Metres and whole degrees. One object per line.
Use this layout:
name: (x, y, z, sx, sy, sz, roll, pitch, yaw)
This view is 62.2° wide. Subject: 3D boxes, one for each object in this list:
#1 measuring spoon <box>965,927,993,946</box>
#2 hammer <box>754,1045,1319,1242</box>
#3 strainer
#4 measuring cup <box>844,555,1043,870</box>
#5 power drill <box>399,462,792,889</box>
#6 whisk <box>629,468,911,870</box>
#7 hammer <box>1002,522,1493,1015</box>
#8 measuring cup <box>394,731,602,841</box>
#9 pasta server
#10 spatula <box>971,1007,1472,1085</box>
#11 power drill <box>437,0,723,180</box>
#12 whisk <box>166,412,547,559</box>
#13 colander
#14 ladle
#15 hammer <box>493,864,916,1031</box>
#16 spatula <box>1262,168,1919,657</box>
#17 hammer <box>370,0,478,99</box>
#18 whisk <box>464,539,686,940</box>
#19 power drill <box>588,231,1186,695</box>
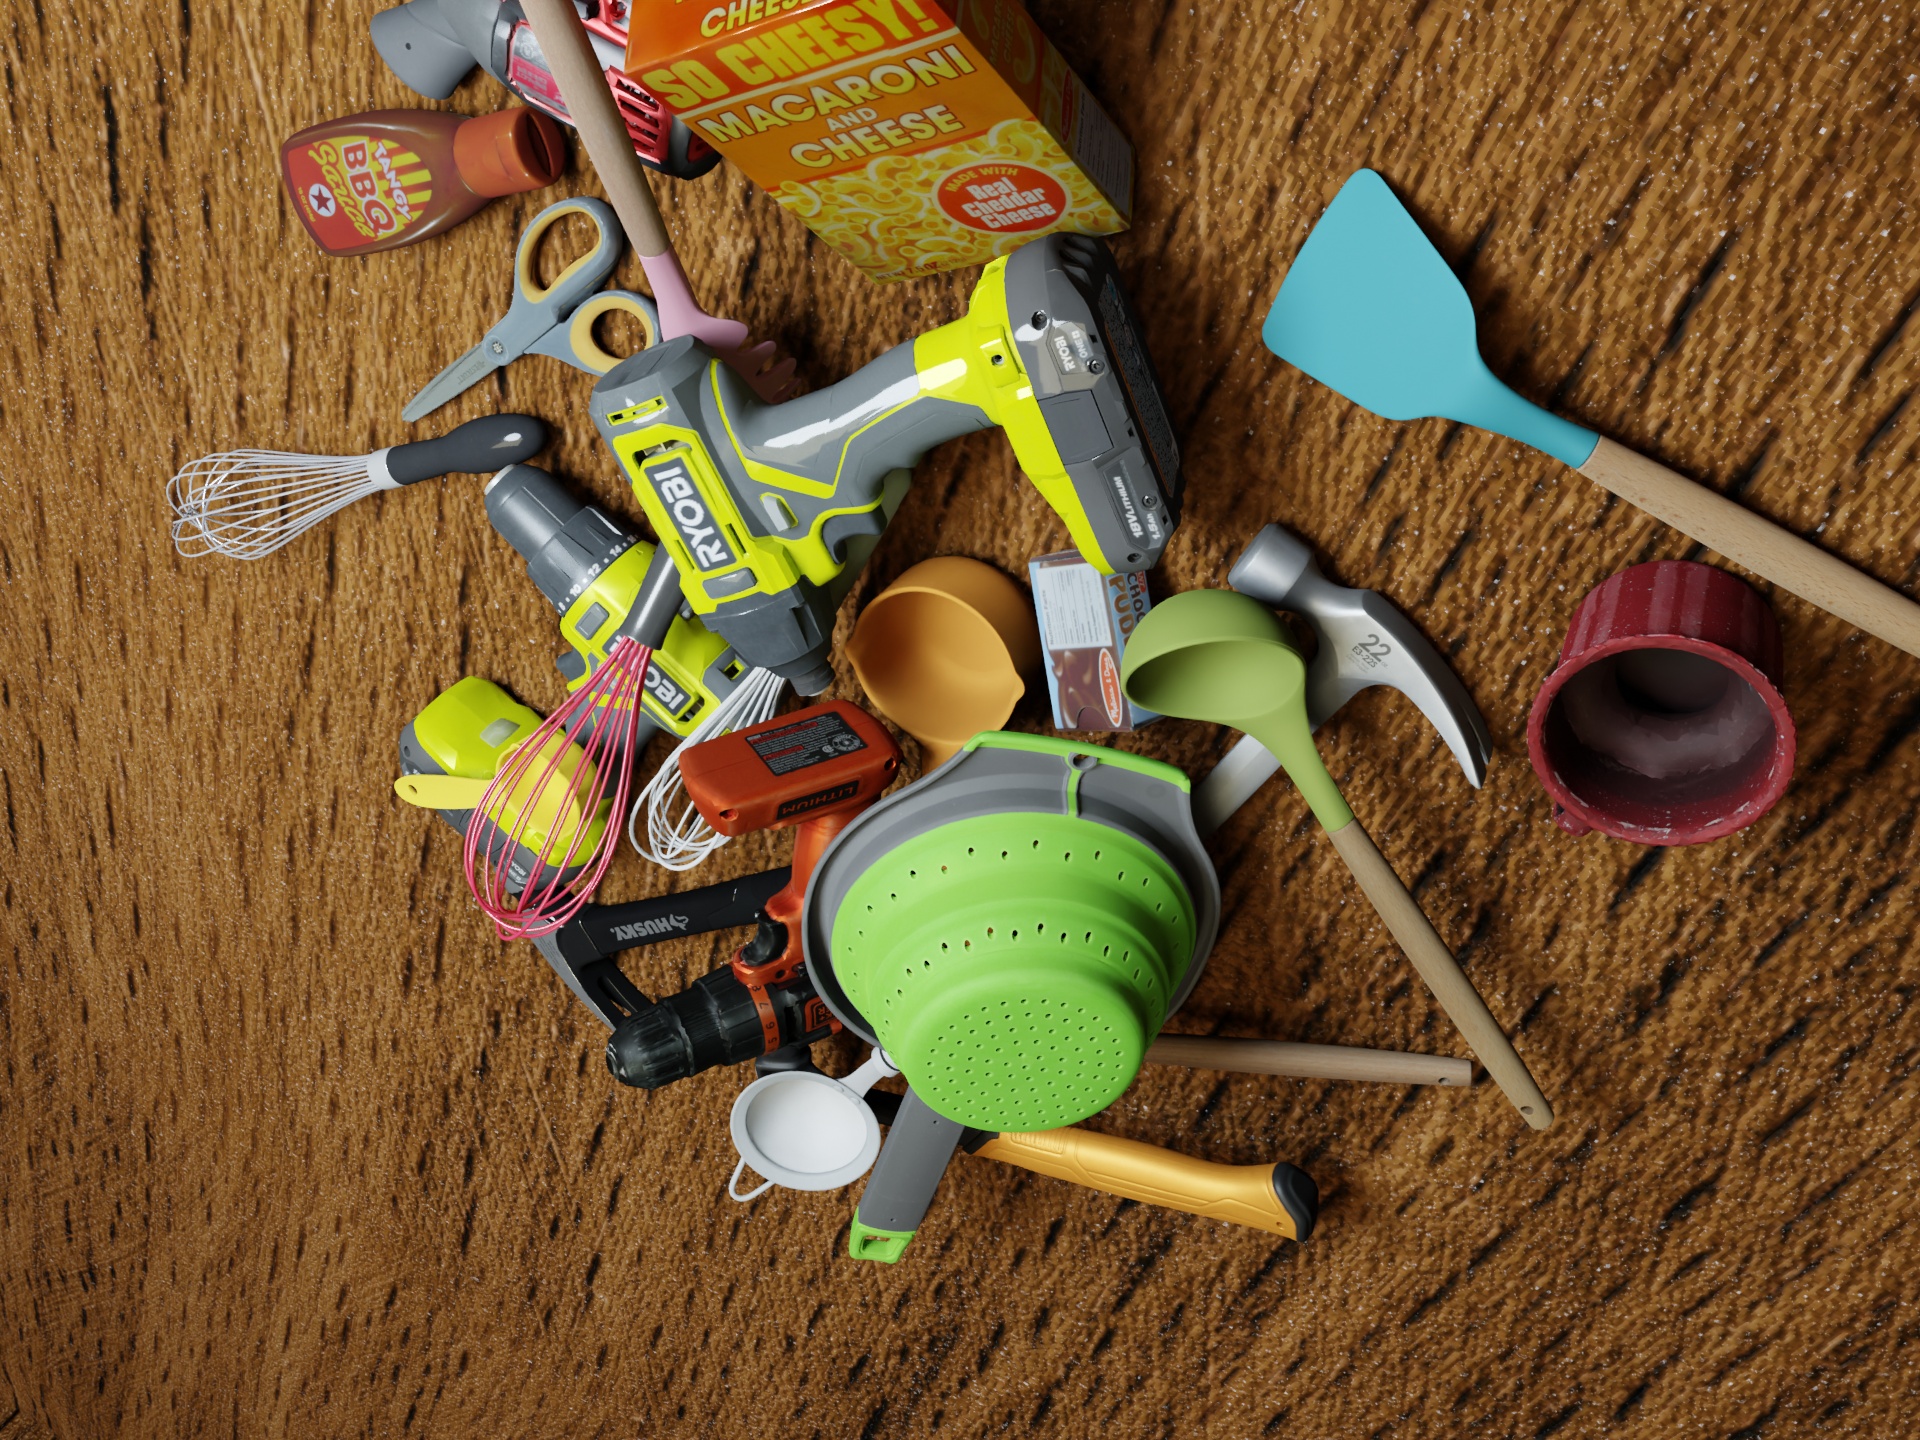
measuring spoon: (0.019, 0.118, 0.865, 0.117, 0.011, 0.021, 23, 102, 56)
hammer: (0.037, 0.249, 0.917, 0.337, 0.034, 0.127, 7, 125, 24)
strainer: (-0.043, 0.190, 0.877, 0.086, 0.050, 0.258, 40, 120, -14)
measuring cup: (-0.001, -0.003, 0.803, 0.095, 0.052, 0.173, 13, 128, 21)
power drill: (-0.224, -0.020, 0.898, 0.190, 0.080, 0.228, 44, 128, -6)
whisk: (-0.093, -0.026, 0.790, 0.246, 0.059, 0.058, -58, 42, 15)
hammer: (0.099, 0.082, 0.814, 0.144, 0.035, 0.405, 38, 131, 2)
measuring cup: (-0.260, 0.034, 0.890, 0.156, 0.029, 0.062, -1, 119, 36)
pasta server: (-0.128, -0.215, 0.633, 0.060, 0.040, 0.316, 19, 159, 17)
spatula: (0.109, 0.177, 0.853, 0.316, 0.018, 0.059, 1, 131, 17)
power drill: (-0.135, -0.326, 0.592, 0.143, 0.079, 0.219, 30, 138, 6)
whisk: (-0.346, -0.139, 0.903, 0.284, 0.070, 0.070, -7, 117, 27)
colander: (0.004, 0.186, 0.792, 0.204, 0.095, 0.396, 11, 127, -12)
ladle: (0.178, 0.073, 0.704, 0.078, 0.062, 0.320, -24, 110, 41)
hammer: (-0.139, 0.117, 0.970, 0.335, 0.035, 0.146, -15, 112, 35)
spatula: (0.266, -0.097, 0.612, 0.317, 0.044, 0.082, 30, 130, 2)
hammer: (-0.097, -0.336, 0.641, 0.409, 0.036, 0.149, -6, 116, 32)
whisk: (-0.169, -0.023, 0.793, 0.073, 0.073, 0.296, 28, 95, 10)
power drill: (-0.025, -0.102, 0.680, 0.223, 0.080, 0.171, -14, 121, 21)
